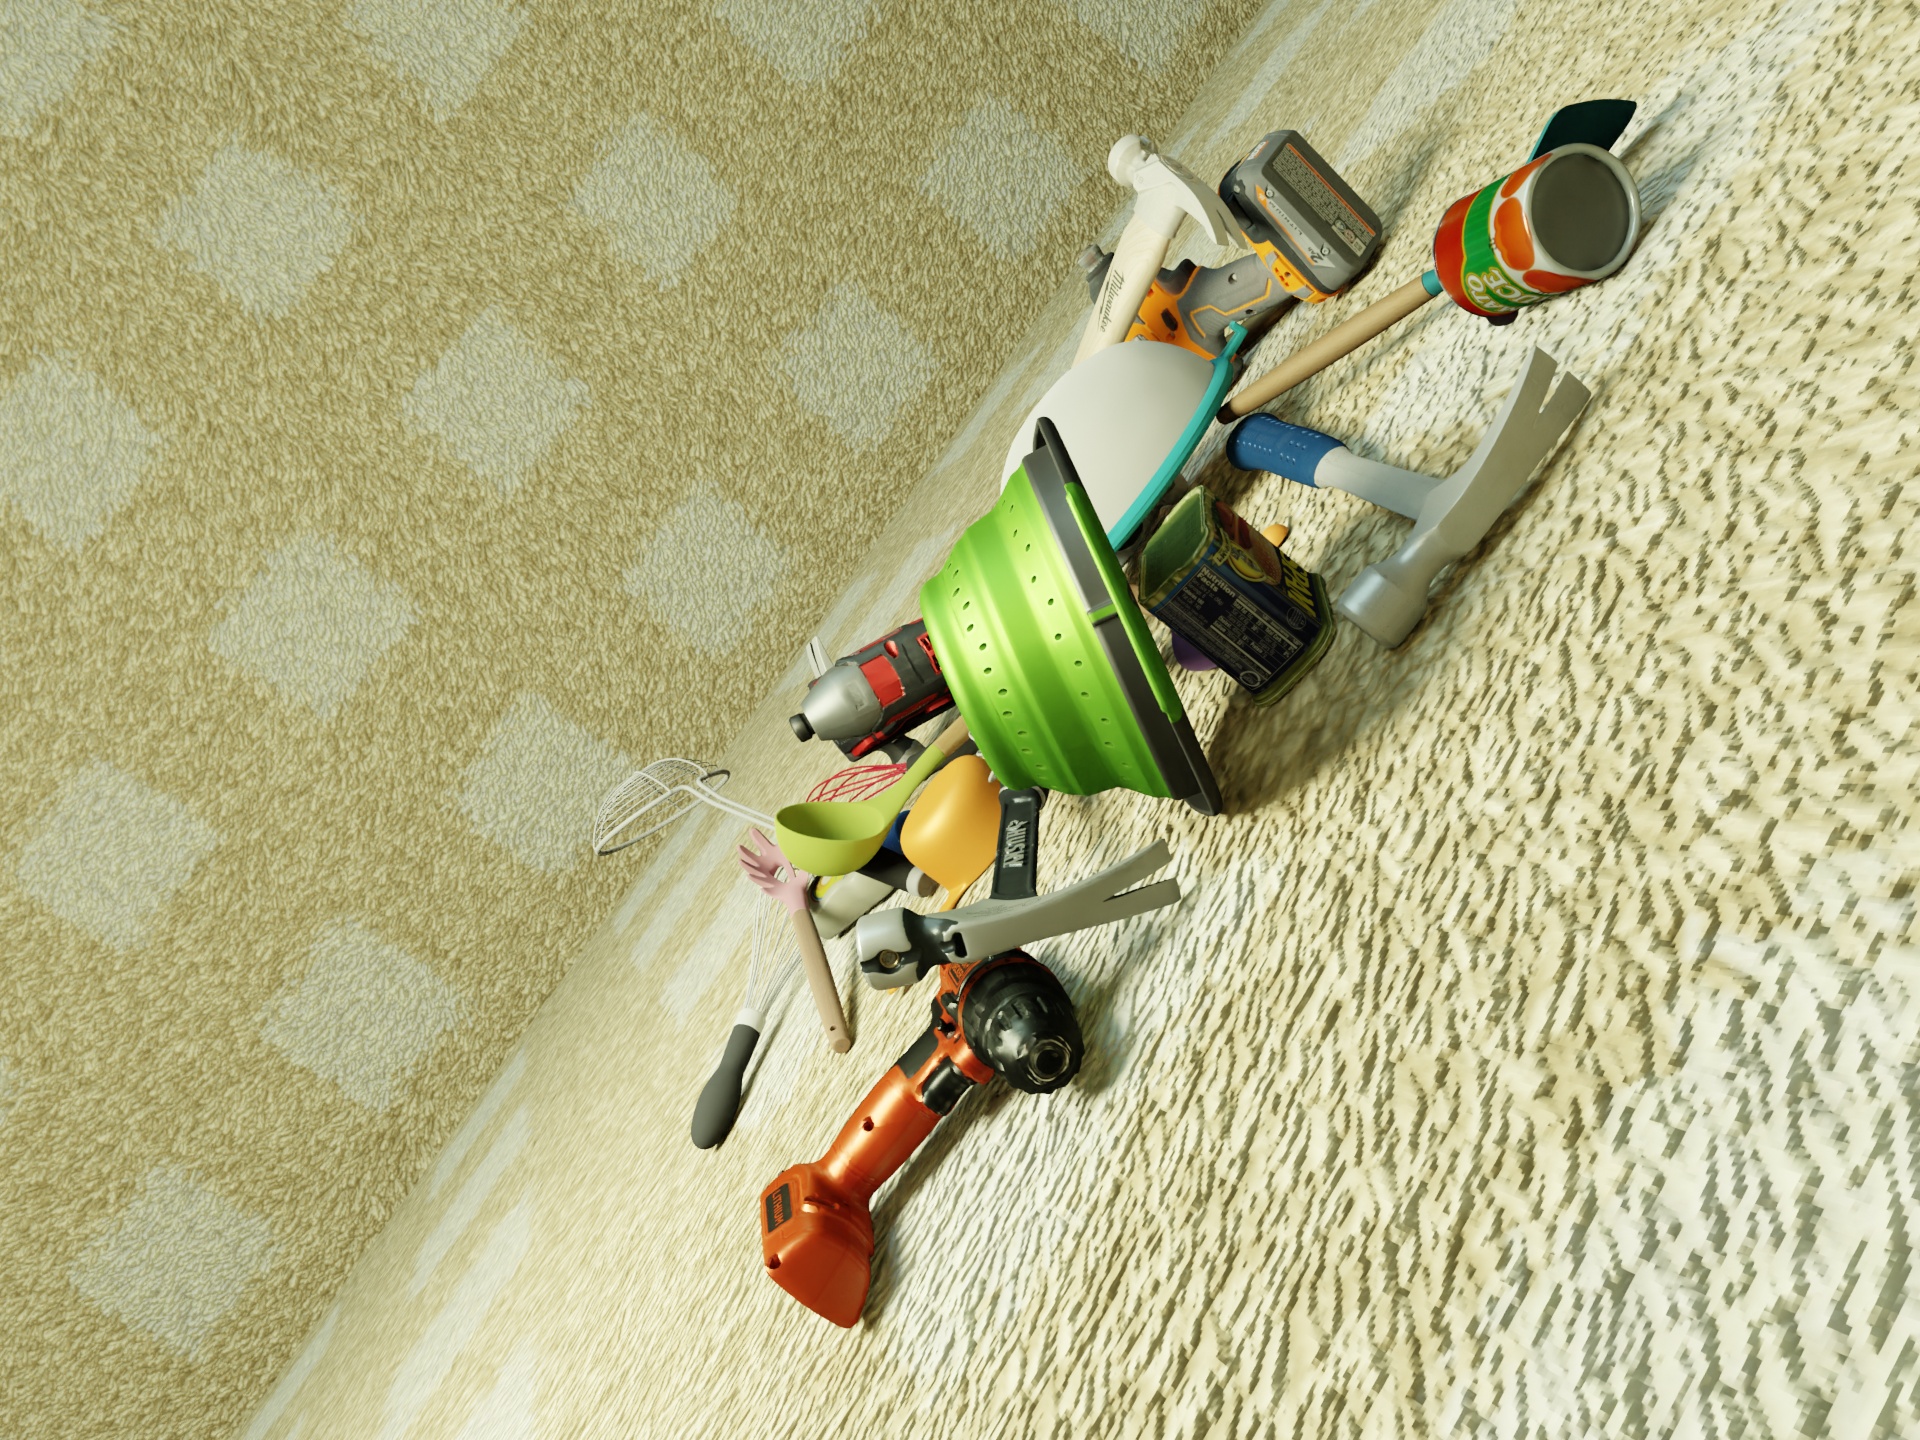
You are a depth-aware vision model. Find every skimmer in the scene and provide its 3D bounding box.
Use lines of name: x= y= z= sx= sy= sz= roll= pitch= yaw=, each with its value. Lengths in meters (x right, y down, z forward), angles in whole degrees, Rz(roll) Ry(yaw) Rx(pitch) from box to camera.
skimmer: x=-0.152 y=0.101 z=1.234 sx=0.363 sy=0.090 sz=0.127 roll=16 pitch=32 yaw=40

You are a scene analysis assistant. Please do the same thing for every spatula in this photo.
spatula: x=0.258 y=-0.258 z=0.949 sx=0.082 sy=0.044 sz=0.317 roll=-19 pitch=-5 yaw=-37
spatula: x=0.126 y=-0.073 z=1.030 sx=0.060 sy=0.018 sz=0.316 roll=-56 pitch=16 yaw=2

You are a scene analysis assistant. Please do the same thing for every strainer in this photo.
strainer: x=0.066 y=-0.149 z=1.095 sx=0.211 sy=0.095 sz=0.340 roll=-42 pitch=14 yaw=54

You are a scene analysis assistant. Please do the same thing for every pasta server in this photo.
pasta server: x=-0.118 y=0.153 z=1.178 sx=0.060 sy=0.040 sz=0.316 roll=-31 pitch=24 yaw=-1

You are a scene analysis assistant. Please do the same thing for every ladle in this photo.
ladle: x=-0.002 y=-0.004 z=1.141 sx=0.320 sy=0.062 sz=0.078 roll=-43 pitch=37 yaw=-15

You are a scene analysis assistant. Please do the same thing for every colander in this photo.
colander: x=0.053 y=-0.033 z=0.839 sx=0.094 sy=0.204 sz=0.397 roll=-24 pitch=-3 yaw=7

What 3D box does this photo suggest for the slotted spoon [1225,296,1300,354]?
slotted spoon: x=0.205 y=-0.298 z=1.400 sx=0.313 sy=0.031 sz=0.070 roll=-37 pitch=20 yaw=49

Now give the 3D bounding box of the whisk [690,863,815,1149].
whisk: x=-0.155 y=0.214 z=1.257 sx=0.070 sy=0.070 sz=0.285 roll=-43 pitch=20 yaw=42

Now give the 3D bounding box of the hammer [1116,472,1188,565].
hammer: x=0.133 y=-0.244 z=1.389 sx=0.143 sy=0.038 sz=0.387 roll=-48 pitch=19 yaw=30

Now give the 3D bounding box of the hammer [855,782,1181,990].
hammer: x=0.039 y=0.047 z=0.907 sx=0.149 sy=0.036 sz=0.409 roll=-14 pitch=12 yaw=7

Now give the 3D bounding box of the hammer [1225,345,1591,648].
hammer: x=0.213 y=-0.143 z=0.876 sx=0.144 sy=0.035 sz=0.406 roll=-52 pitch=11 yaw=10

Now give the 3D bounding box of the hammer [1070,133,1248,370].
hammer: x=0.095 y=-0.245 z=1.277 sx=0.146 sy=0.038 sz=0.410 roll=56 pitch=135 yaw=36

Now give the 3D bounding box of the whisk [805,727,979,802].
whisk: x=-0.045 y=0.046 z=1.302 sx=0.296 sy=0.073 sz=0.073 roll=-33 pitch=22 yaw=47

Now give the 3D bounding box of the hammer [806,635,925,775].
hammer: x=0.002 y=-0.113 z=1.453 sx=0.335 sy=0.146 sz=0.035 roll=-49 pitch=6 yaw=-24

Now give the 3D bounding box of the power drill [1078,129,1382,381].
power drill: x=0.199 y=-0.357 z=1.252 sx=0.084 sy=0.164 sz=0.226 roll=-54 pitch=12 yaw=-33

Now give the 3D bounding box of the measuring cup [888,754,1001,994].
measuring cup: x=-0.021 y=0.097 z=1.050 sx=0.174 sy=0.052 sz=0.095 roll=-57 pitch=12 yaw=-29

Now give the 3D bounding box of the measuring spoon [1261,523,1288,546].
measuring spoon: x=0.174 y=-0.110 z=0.995 sx=0.021 sy=0.011 sz=0.117 roll=-55 pitch=11 yaw=-7

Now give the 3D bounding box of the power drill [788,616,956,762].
power drill: x=-0.064 y=-0.023 z=1.241 sx=0.143 sy=0.078 sz=0.219 roll=-30 pitch=0 yaw=-4

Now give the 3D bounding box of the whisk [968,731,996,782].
whisk: x=0.056 y=-0.010 z=0.980 sx=0.246 sy=0.059 sz=0.057 roll=-38 pitch=-30 yaw=-69
